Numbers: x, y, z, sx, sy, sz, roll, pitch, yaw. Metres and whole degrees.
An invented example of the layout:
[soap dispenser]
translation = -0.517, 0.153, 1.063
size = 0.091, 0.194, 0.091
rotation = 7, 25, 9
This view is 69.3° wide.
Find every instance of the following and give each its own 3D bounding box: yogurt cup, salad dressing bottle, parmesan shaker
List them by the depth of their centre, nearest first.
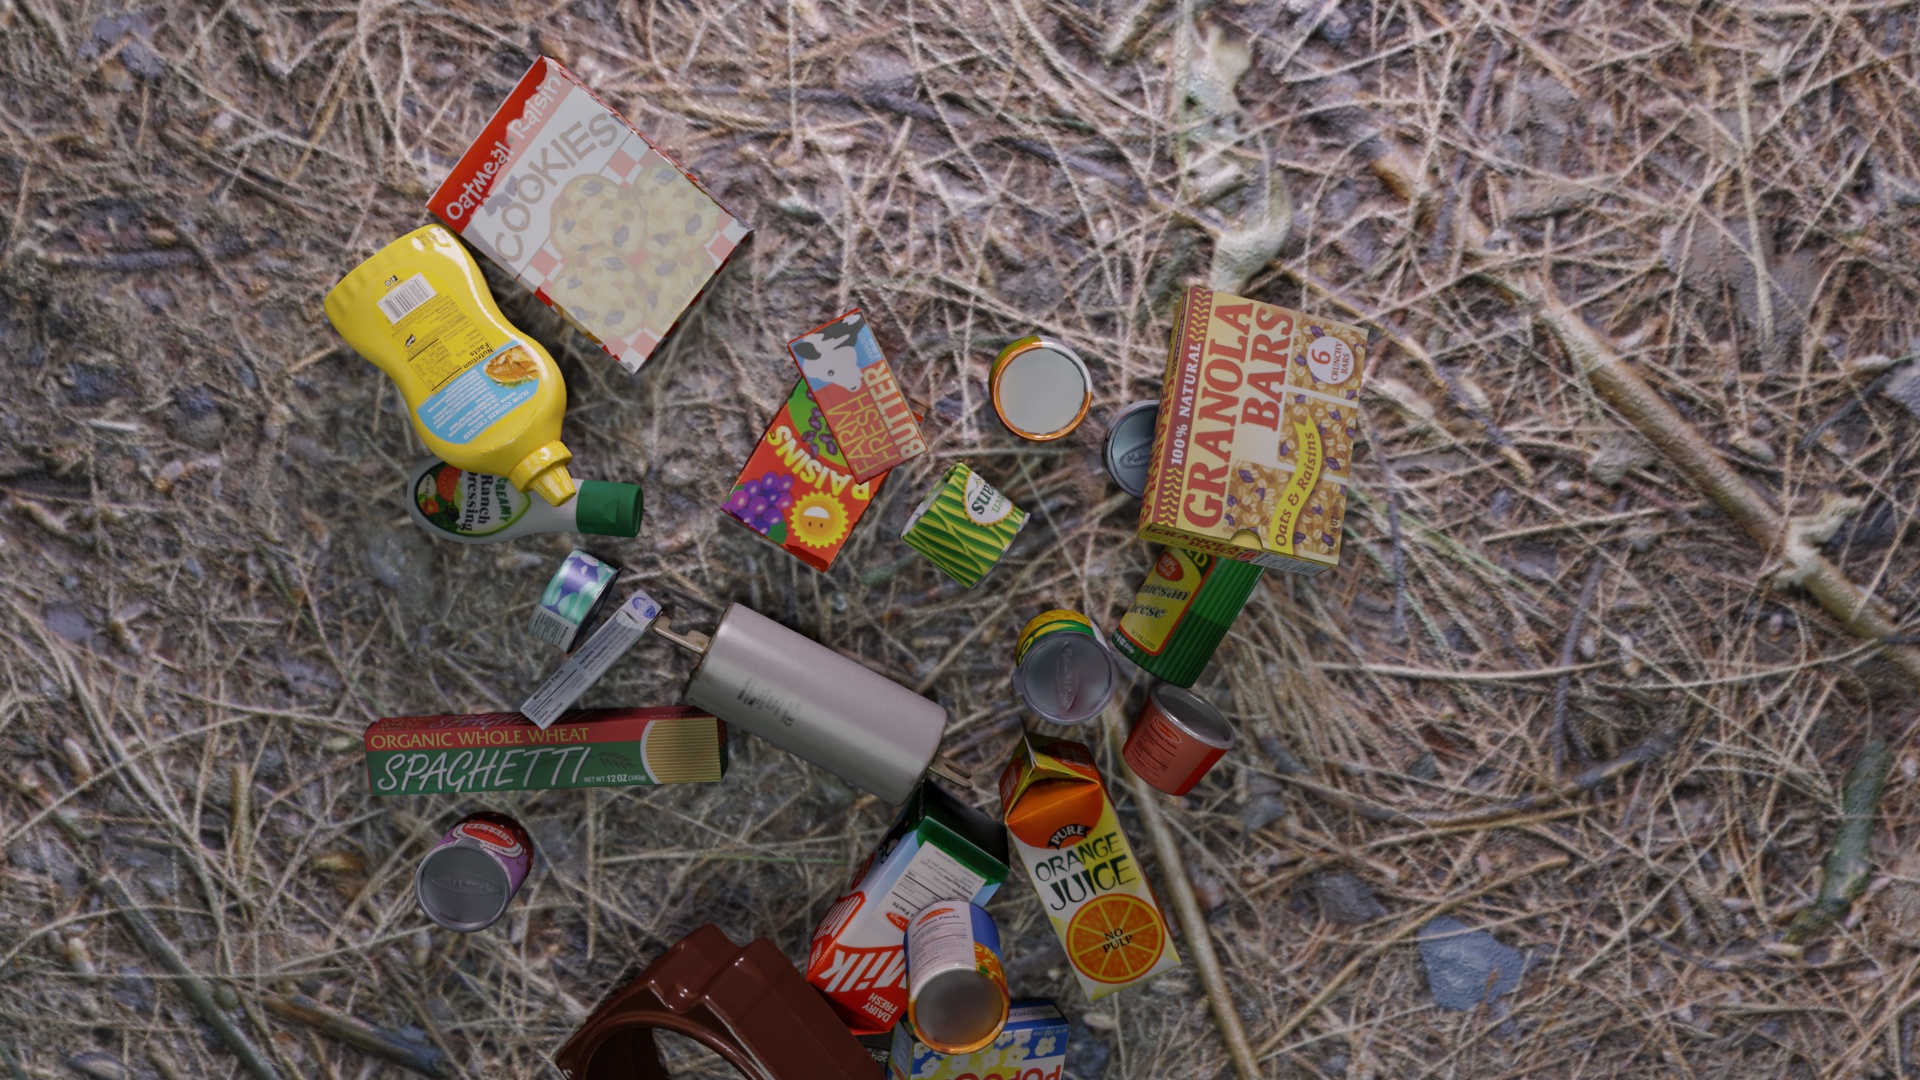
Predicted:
[salad dressing bottle]
translation = -0.290, -0.027, 0.933
size = 0.148, 0.044, 0.064
rotation = 5, 93, -2
[parmesan shaker]
translation = 0.156, 0.042, 0.941
size = 0.071, 0.071, 0.103
rotation = 29, 100, -7
[yogurt cup]
translation = 0.149, 0.140, 0.968
size = 0.072, 0.072, 0.053
rotation = 29, 108, -7

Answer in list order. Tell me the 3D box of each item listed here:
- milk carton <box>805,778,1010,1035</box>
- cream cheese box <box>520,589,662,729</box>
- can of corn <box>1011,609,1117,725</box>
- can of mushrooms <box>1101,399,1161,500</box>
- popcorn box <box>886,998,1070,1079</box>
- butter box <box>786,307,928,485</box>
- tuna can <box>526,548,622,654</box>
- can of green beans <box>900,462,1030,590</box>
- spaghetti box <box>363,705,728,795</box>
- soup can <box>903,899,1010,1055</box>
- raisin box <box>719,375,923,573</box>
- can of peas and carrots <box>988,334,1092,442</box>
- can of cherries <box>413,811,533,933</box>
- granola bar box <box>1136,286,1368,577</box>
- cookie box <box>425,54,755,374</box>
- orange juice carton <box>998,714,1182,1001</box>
[milk carton]
translation = -0.049, 0.273, 0.987
size = 0.073, 0.072, 0.190
rotation = 34, 98, -8
[cream cheese box]
translation = -0.252, 0.082, 0.952
size = 0.103, 0.053, 0.024
rotation = -44, 98, 8
[can of corn]
translation = 0.069, 0.086, 0.956
size = 0.071, 0.058, 0.071
rotation = 0, 103, -1
[can of mushrooms]
translation = 0.130, -0.059, 0.939
size = 0.071, 0.033, 0.071
rotation = 0, 102, -2
[popcorn box]
translation = 0.012, 0.385, 1.007
size = 0.127, 0.038, 0.085
rotation = 3, 103, -25
[butter box]
translation = -0.065, -0.092, 0.893
size = 0.053, 0.024, 0.103
rotation = -25, 101, 3
[tuna can]
translation = -0.260, 0.039, 0.938
size = 0.033, 0.071, 0.071
rotation = 31, 100, -6
[can of green beans]
translation = 0.002, -0.010, 0.931
size = 0.058, 0.071, 0.071
rotation = 38, 99, -8
[spaghetti box]
translation = -0.291, 0.148, 0.978
size = 0.250, 0.029, 0.050
rotation = -2, 101, -1
[soup can]
translation = -0.002, 0.287, 0.911
size = 0.071, 0.084, 0.071
rotation = -1, 104, -4
[raisin box]
translation = -0.094, -0.053, 0.934
size = 0.086, 0.040, 0.123
rotation = 32, 98, -8
[can of peas and carrots]
translation = 0.050, -0.099, 0.916
size = 0.071, 0.059, 0.070
rotation = 0, 102, -1
[can of cherries]
translation = -0.341, 0.231, 0.980
size = 0.071, 0.058, 0.071
rotation = 0, 102, 0
[granola bar box]
translation = 0.190, -0.071, 0.899
size = 0.124, 0.039, 0.166
rotation = 13, 76, -5
[cookie box]
translation = -0.237, -0.209, 0.898
size = 0.167, 0.040, 0.123
rotation = 40, 99, -10
[orange juice carton]
translation = 0.082, 0.216, 0.977
size = 0.073, 0.072, 0.192
rotation = -24, 102, 4
